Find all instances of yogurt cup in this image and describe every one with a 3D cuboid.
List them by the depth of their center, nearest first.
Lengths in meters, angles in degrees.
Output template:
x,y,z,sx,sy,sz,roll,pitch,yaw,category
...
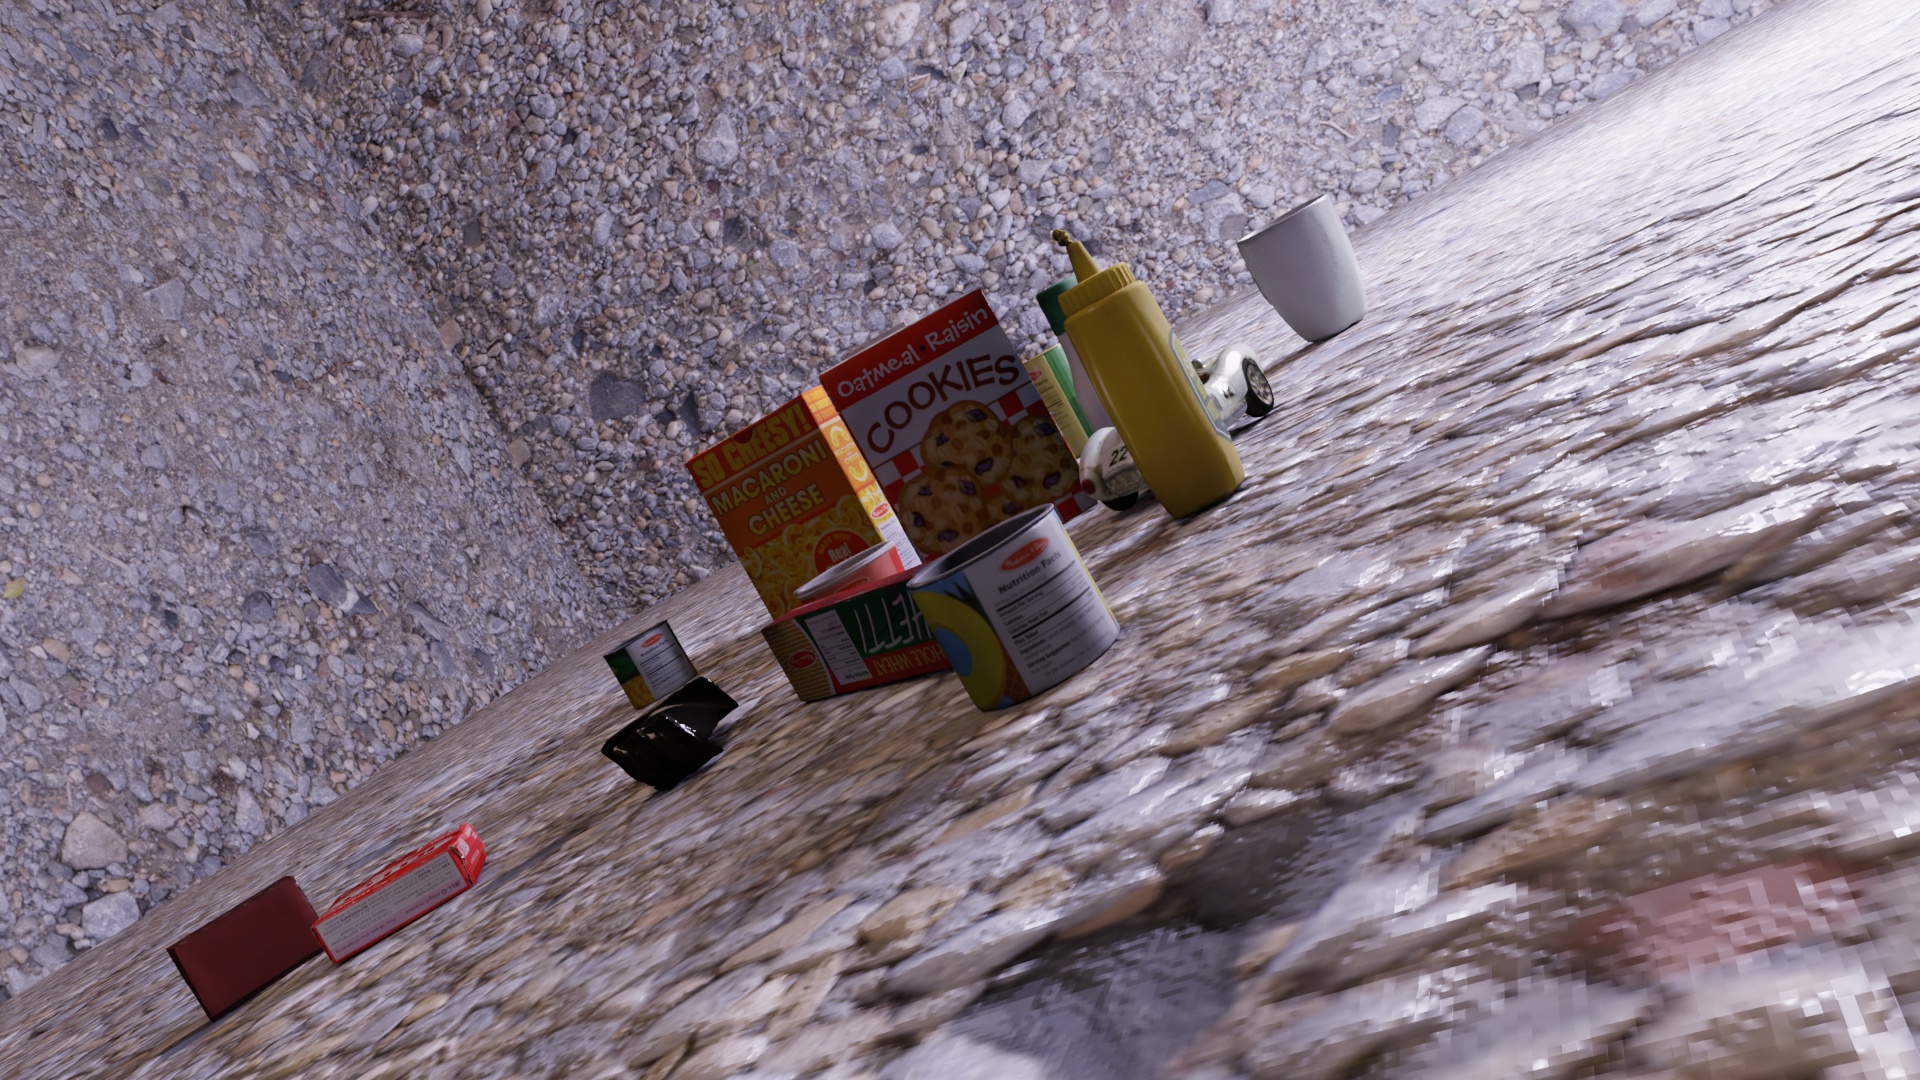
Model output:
x,y,z,sx,sy,sz,roll,pitch,yaw,category
-0.058,0.038,0.848,0.072,0.054,0.072,-29,5,3,yogurt cup

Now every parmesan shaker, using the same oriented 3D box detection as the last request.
x,y,z,sx,sy,sz,roll,pitch,yaw,category
0.098,-0.132,1.333,0.071,0.103,0.071,-29,5,3,parmesan shaker

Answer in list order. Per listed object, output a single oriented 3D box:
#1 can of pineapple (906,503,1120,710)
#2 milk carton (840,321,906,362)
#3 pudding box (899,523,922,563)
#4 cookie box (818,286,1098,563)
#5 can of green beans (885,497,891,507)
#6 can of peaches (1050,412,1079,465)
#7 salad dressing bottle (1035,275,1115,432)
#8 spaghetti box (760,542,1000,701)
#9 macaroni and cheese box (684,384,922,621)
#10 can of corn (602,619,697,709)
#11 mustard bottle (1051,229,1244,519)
x,y,z,sx,sy,sz,roll,pitch,yaw,category
0.020,0.026,0.547,0.071,0.058,0.071,-29,5,3,can of pineapple
-0.035,-0.103,1.285,0.072,0.190,0.073,-29,5,5,milk carton
0.004,-0.013,1.014,0.084,0.049,0.030,-31,5,-14,pudding box
-0.002,-0.068,0.937,0.123,0.167,0.040,-30,5,-5,cookie box
-0.080,-0.004,1.311,0.071,0.058,0.071,-29,5,3,can of green beans
0.062,-0.066,1.153,0.071,0.058,0.071,-29,5,3,can of peaches
0.111,-0.141,1.121,0.044,0.147,0.064,-25,7,43,salad dressing bottle
-0.030,0.043,0.689,0.029,0.050,0.249,-33,7,-32,spaghetti box
-0.119,-0.017,1.064,0.123,0.166,0.040,-27,6,27,macaroni and cheese box
-0.285,0.114,1.274,0.071,0.058,0.071,-29,5,3,can of corn
0.090,-0.090,0.709,0.048,0.160,0.065,-28,5,15,mustard bottle
